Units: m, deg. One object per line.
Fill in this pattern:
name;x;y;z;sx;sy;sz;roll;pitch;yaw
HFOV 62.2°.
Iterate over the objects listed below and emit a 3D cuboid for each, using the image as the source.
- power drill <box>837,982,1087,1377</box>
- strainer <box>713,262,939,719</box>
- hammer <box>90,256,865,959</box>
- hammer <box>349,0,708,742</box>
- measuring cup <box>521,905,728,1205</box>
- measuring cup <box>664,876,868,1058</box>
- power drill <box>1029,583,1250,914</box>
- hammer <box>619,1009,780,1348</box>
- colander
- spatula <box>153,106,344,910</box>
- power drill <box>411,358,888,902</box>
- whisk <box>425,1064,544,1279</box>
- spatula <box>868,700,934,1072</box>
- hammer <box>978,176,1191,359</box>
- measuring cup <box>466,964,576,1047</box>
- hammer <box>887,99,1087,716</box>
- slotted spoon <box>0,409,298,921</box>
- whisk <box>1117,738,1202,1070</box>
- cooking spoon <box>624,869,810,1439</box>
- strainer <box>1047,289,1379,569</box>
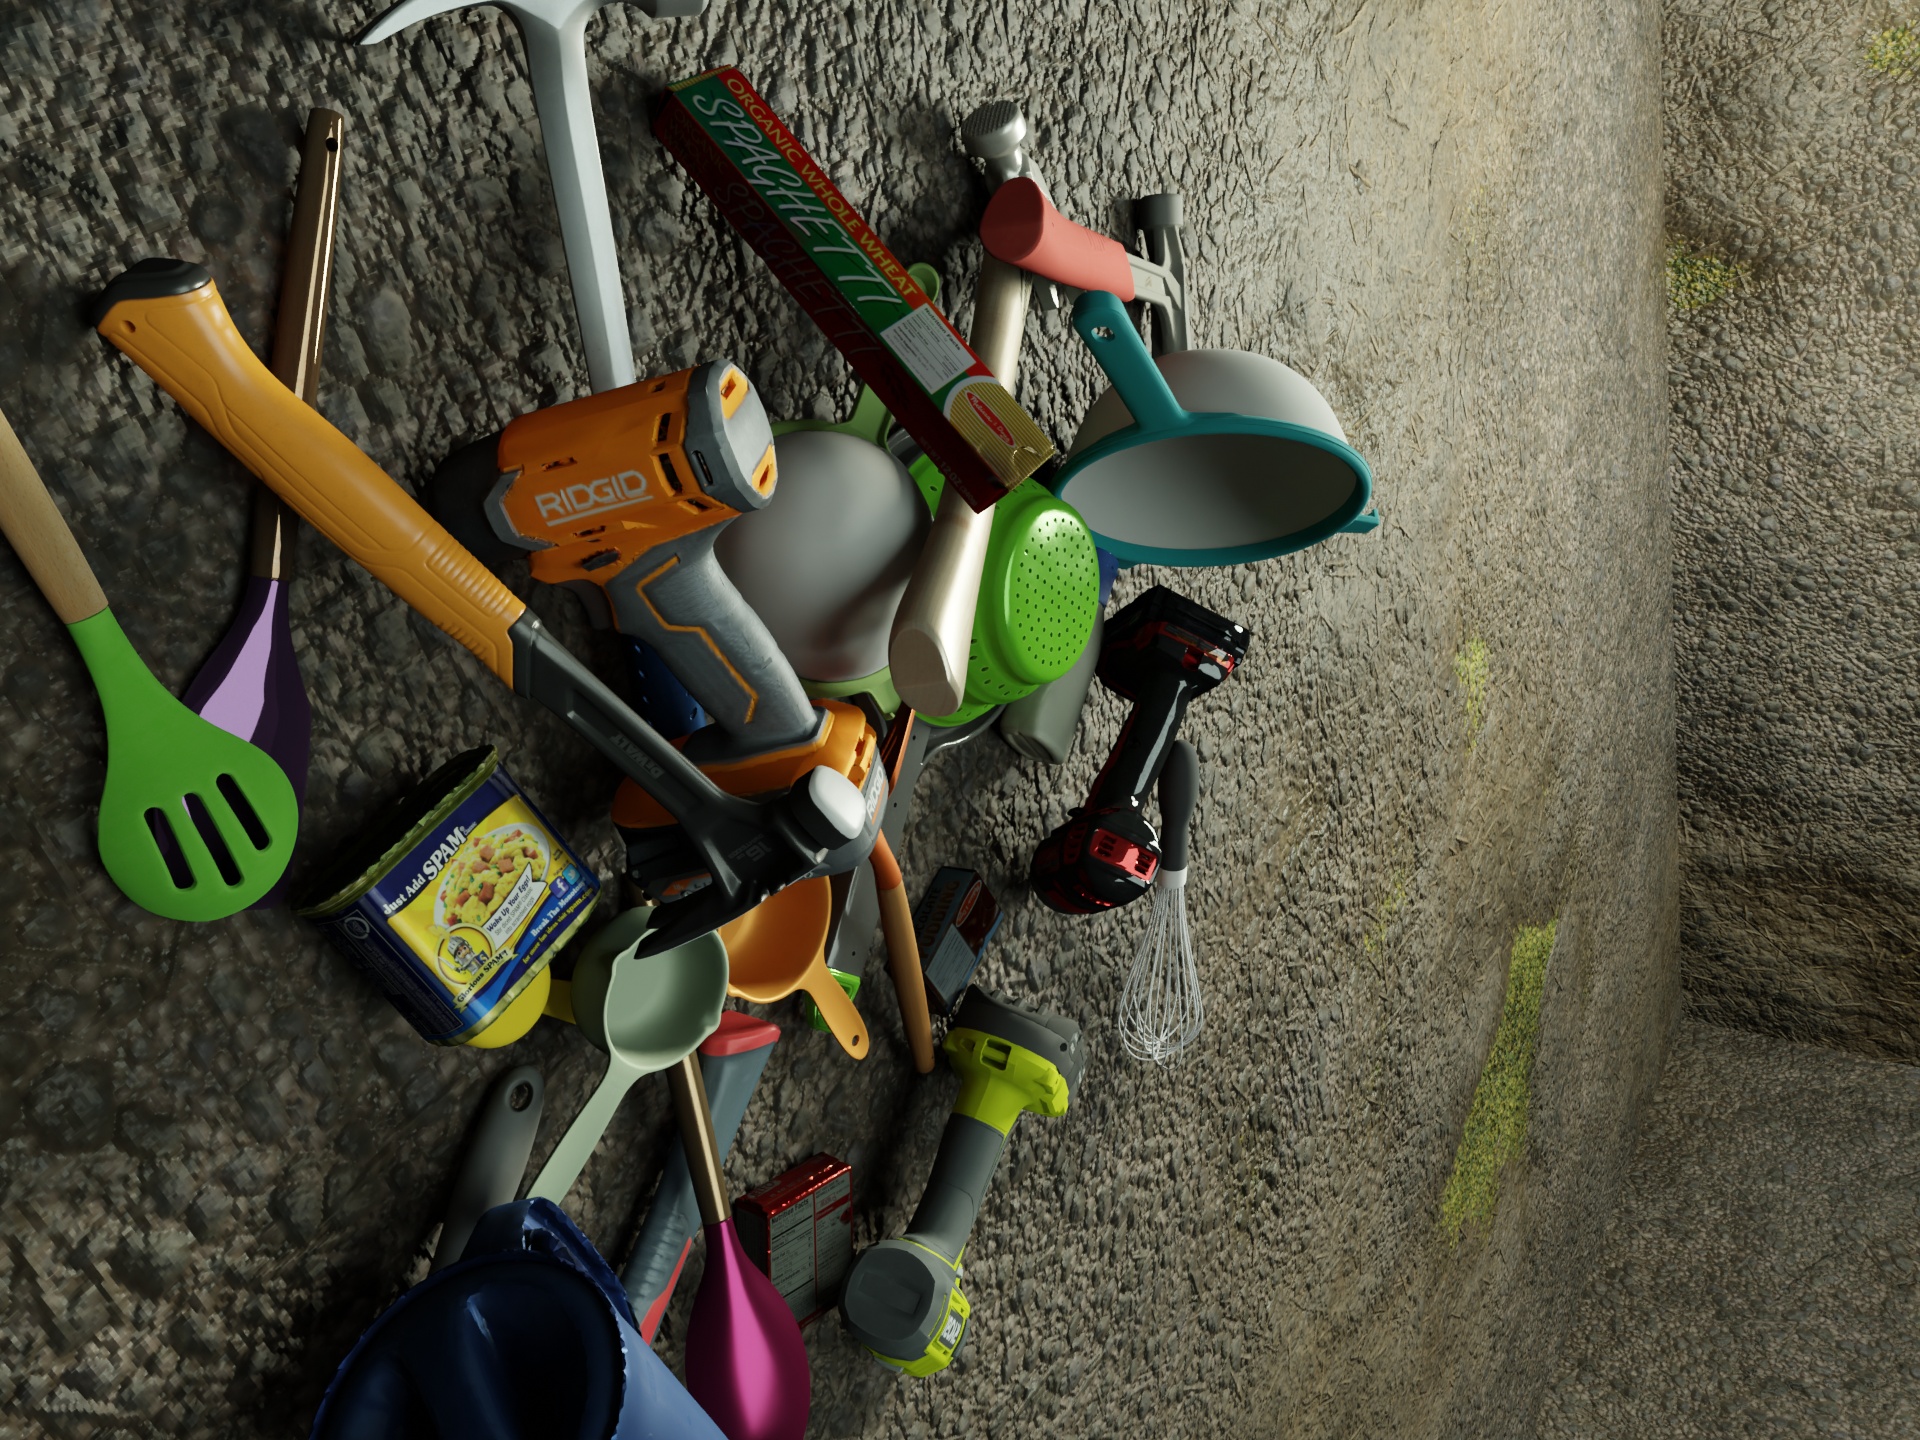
power drill;0.004;0.301;1.012;0.190;0.080;0.229;73;38;-61
strainer;-0.044;-0.138;0.841;0.151;0.069;0.256;26;73;-29
hammer;-0.193;-0.039;0.623;0.336;0.127;0.034;46;28;-21
hammer;-0.160;-0.129;0.721;0.144;0.035;0.405;-15;118;-20
measuring cup;-0.173;0.164;0.752;0.168;0.038;0.083;-60;139;-15
measuring cup;-0.102;0.130;0.871;0.095;0.052;0.173;-57;140;-31
power drill;0.111;0.029;1.088;0.078;0.143;0.220;26;70;-10
hammer;-0.171;0.341;0.823;0.143;0.038;0.386;44;61;-50
colander;-0.002;-0.003;0.946;0.204;0.094;0.397;30;72;-53
spatula;-0.269;-0.081;0.622;0.059;0.018;0.316;7;91;-49
power drill;-0.135;-0.032;0.695;0.084;0.164;0.226;-77;152;-57
whisk;-0.239;0.271;0.714;0.055;0.055;0.239;43;57;-49
spatula;-0.029;0.106;0.891;0.322;0.041;0.081;83;14;-45
hammer;0.090;-0.275;0.996;0.359;0.037;0.149;-25;113;-67
measuring cup;-0.187;0.137;0.767;0.156;0.029;0.062;29;73;-51
hammer;0.017;-0.167;0.884;0.146;0.038;0.411;58;32;-45
slotted spoon;-0.316;-0.058;0.546;0.070;0.031;0.313;-32;120;-27
whisk;0.156;0.142;1.196;0.070;0.070;0.284;-31;130;-48
cooking spoon;-0.130;0.230;0.811;0.068;0.017;0.319;-14;93;-36
strainer;0.137;-0.203;1.001;0.340;0.211;0.095;37;50;-60
